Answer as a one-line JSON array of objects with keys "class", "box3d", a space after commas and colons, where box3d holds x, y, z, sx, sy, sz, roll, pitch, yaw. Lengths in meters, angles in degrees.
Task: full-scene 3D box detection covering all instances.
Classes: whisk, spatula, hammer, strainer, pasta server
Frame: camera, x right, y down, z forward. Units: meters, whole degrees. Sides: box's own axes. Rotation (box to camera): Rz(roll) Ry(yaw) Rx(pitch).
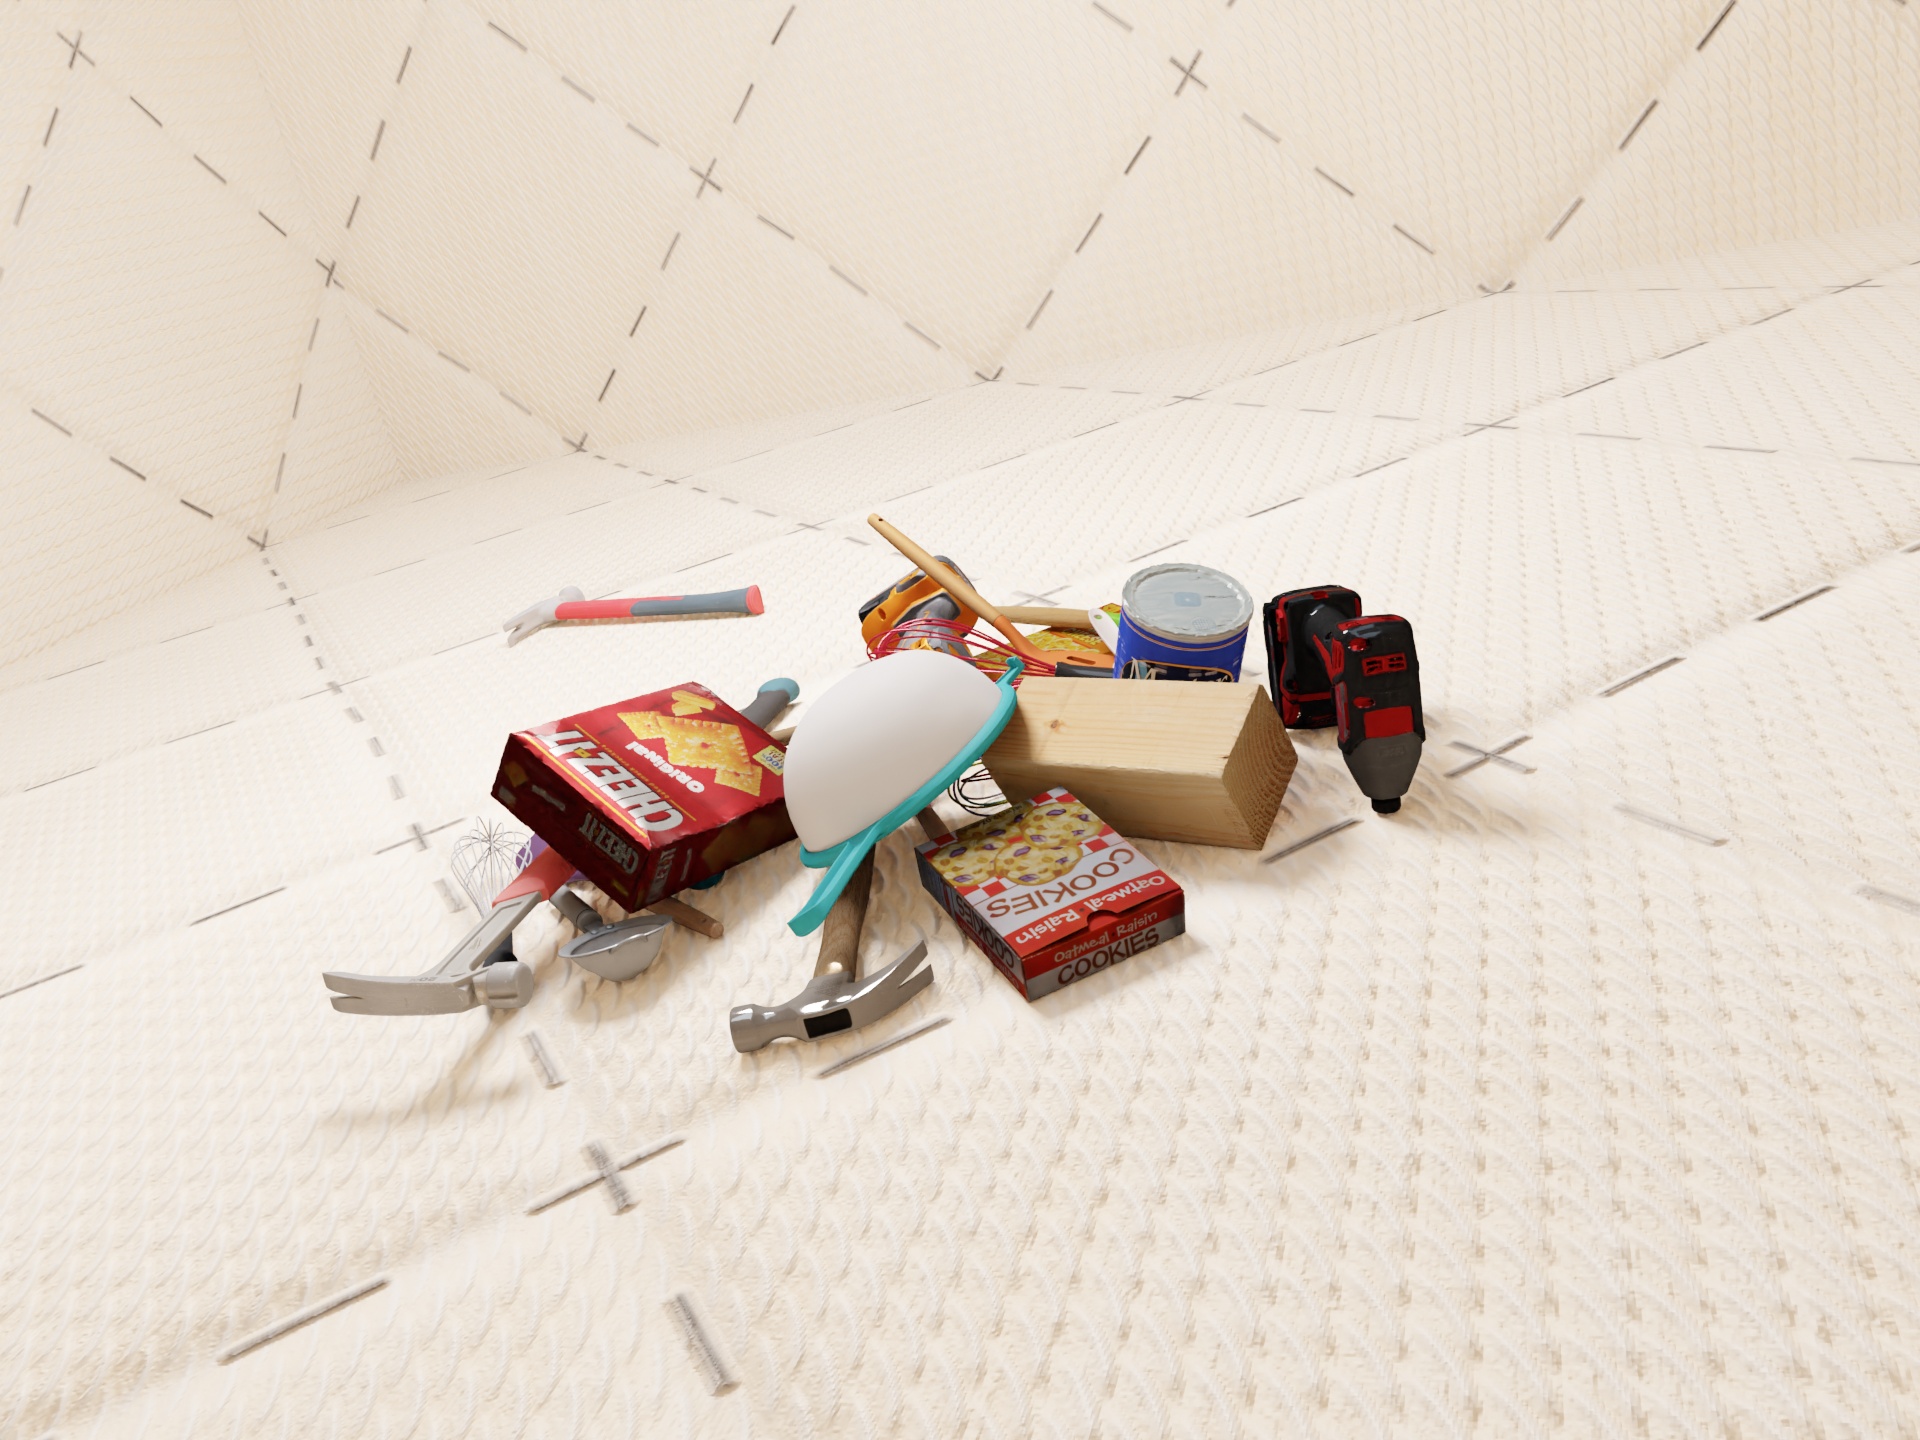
[{"class": "whisk", "box3d": [0.102, 0.025, 1.332, 0.245, 0.051, 0.047, -17, 15, -17]}, {"class": "spatula", "box3d": [-0.288, 0.136, 1.316, 0.316, 0.018, 0.060, 13, 58, 47]}, {"class": "hammer", "box3d": [-0.427, -0.144, 2.101, 0.386, 0.038, 0.143, 0, 26, 32]}, {"class": "hammer", "box3d": [-0.335, 0.124, 1.240, 0.149, 0.036, 0.359, -3, 21, 13]}, {"class": "whisk", "box3d": [0.063, -0.042, 1.386, 0.296, 0.073, 0.073, 8, 24, 5]}, {"class": "strainer", "box3d": [-0.283, 0.159, 1.230, 0.087, 0.050, 0.258, -18, 15, -25]}, {"class": "pasta server", "box3d": [-0.024, 0.080, 1.274, 0.060, 0.040, 0.316, -25, 23, -6]}, {"class": "strainer", "box3d": [-0.081, 0.037, 1.162, 0.211, 0.095, 0.340, -33, 12, 26]}, {"class": "hammer", "box3d": [-0.235, 0.034, 1.529, 0.128, 0.033, 0.331, -6, 22, 21]}, {"class": "spatula", "box3d": [0.021, -0.115, 1.509, 0.081, 0.041, 0.323, -31, 58, -33]}, {"class": "hammer", "box3d": [-0.082, 0.136, 1.173, 0.130, 0.031, 0.331, -12, 21, 6]}, {"class": "whisk", "box3d": [-0.377, 0.154, 1.284, 0.070, 0.070, 0.285, -18, 26, -11]}]

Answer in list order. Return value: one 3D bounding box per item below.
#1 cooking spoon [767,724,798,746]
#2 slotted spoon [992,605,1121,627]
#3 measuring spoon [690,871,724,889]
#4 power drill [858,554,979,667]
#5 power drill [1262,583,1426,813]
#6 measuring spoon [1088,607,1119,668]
[{"class": "cooking spoon", "box3d": [-0.220, 0.033, 1.428, 0.069, 0.017, 0.319, 31, 27, 26]}, {"class": "slotted spoon", "box3d": [0.120, -0.100, 1.540, 0.314, 0.031, 0.070, 8, 47, 51]}, {"class": "measuring spoon", "box3d": [-0.210, 0.117, 1.332, 0.042, 0.021, 0.129, -12, 12, 1]}, {"class": "power drill", "box3d": [-0.059, -0.062, 1.568, 0.164, 0.084, 0.227, -33, 21, 19]}, {"class": "power drill", "box3d": [0.295, -0.023, 1.211, 0.078, 0.143, 0.220, -9, 14, 0]}, {"class": "measuring spoon", "box3d": [0.141, -0.066, 1.450, 0.034, 0.018, 0.124, -7, 36, -13]}]
